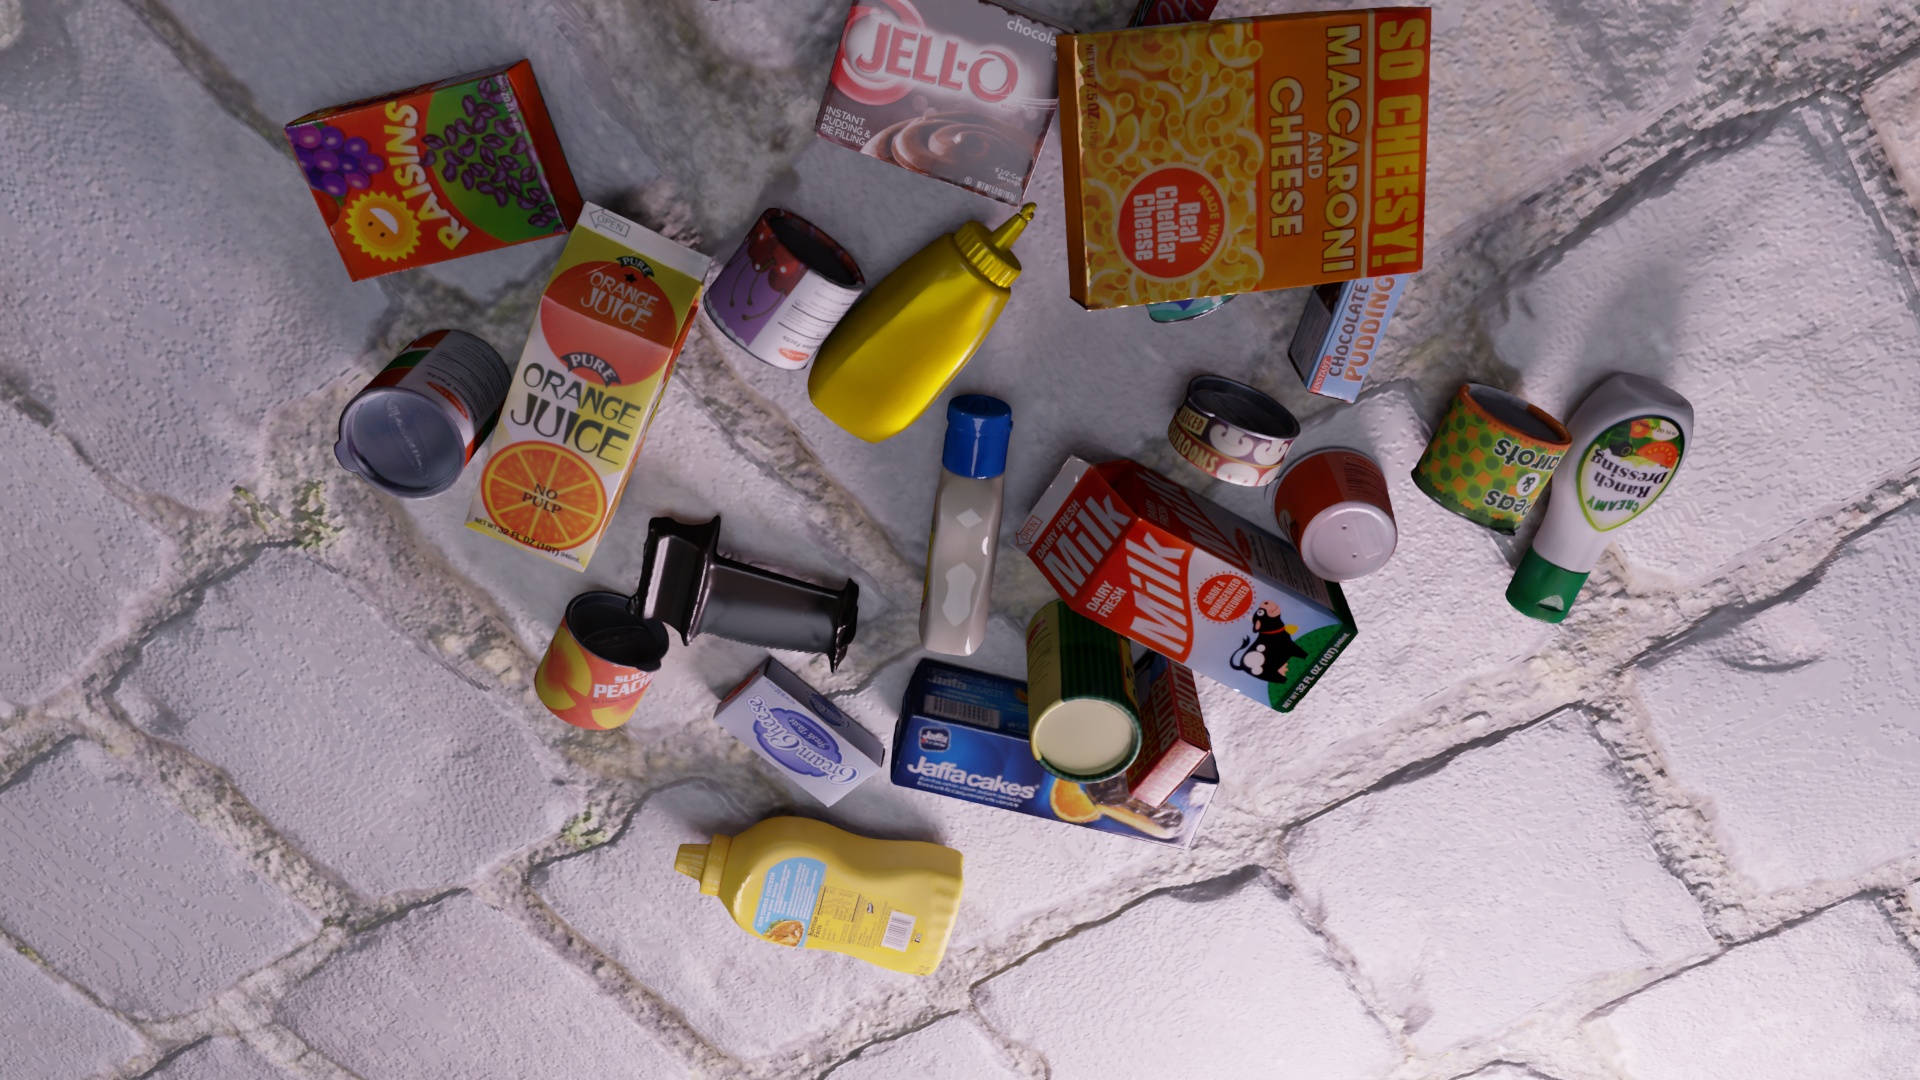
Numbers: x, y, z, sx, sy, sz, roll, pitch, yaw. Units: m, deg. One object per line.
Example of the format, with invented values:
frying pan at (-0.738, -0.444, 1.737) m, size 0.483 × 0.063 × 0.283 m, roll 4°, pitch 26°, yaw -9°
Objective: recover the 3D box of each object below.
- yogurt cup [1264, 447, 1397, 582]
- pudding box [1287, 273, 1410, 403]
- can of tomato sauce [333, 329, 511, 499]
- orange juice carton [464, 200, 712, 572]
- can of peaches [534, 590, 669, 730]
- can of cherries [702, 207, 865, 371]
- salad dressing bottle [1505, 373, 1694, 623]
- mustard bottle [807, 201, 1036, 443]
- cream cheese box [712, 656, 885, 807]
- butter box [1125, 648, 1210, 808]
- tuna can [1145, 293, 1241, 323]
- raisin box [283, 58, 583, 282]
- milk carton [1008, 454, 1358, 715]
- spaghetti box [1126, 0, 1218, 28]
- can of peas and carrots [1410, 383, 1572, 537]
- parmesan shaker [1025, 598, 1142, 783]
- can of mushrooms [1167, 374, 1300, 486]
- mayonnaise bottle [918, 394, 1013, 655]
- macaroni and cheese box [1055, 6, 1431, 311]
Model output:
yogurt cup at (0.218, -0.012, 0.800) m, size 0.072 × 0.054 × 0.072 m, roll 0°, pitch 120°, yaw 1°
pudding box at (0.206, -0.122, 0.740) m, size 0.030 × 0.050 × 0.083 m, roll 12°, pitch 119°, yaw -7°
can of tomato sauce at (-0.293, -0.070, 0.764) m, size 0.071 × 0.083 × 0.070 m, roll 1°, pitch 120°, yaw 1°
orange juice carton at (-0.201, -0.086, 0.759) m, size 0.072 × 0.073 × 0.191 m, roll 23°, pitch 117°, yaw -11°
can of peaches at (-0.219, 0.076, 0.853) m, size 0.071 × 0.071 × 0.057 m, roll 27°, pitch 118°, yaw -13°
can of cherries at (-0.094, -0.134, 0.734) m, size 0.071 × 0.072 × 0.058 m, roll 33°, pitch 115°, yaw -16°
salad dressing bottle at (0.362, -0.021, 0.796) m, size 0.064 × 0.044 × 0.147 m, roll 14°, pitch 119°, yaw -5°
mustard bottle at (-0.014, -0.123, 0.746) m, size 0.065 × 0.049 × 0.159 m, roll 35°, pitch 115°, yaw -29°
cream cheese box at (-0.105, 0.126, 0.905) m, size 0.103 × 0.024 × 0.053 m, roll 41°, pitch 114°, yaw -19°
butter box at (0.121, 0.109, 0.843) m, size 0.024 × 0.104 × 0.053 m, roll 29°, pitch 116°, yaw -15°
tuna can at (0.123, -0.144, 0.718) m, size 0.071 × 0.071 × 0.032 m, roll -25°, pitch 116°, yaw 15°
raisin box at (-0.271, -0.191, 0.721) m, size 0.123 × 0.040 × 0.085 m, roll -10°, pitch 120°, yaw 8°
milk carton at (0.127, 0.019, 0.809) m, size 0.190 × 0.074 × 0.072 m, roll 27°, pitch 117°, yaw -13°
spaghetti box at (0.115, -0.280, 0.652) m, size 0.029 × 0.050 × 0.248 m, roll 23°, pitch 118°, yaw -10°
can of peas and carrots at (0.295, -0.045, 0.769) m, size 0.071 × 0.071 × 0.058 m, roll 17°, pitch 118°, yaw -8°
parmesan shaker at (0.072, 0.091, 0.834) m, size 0.071 × 0.103 × 0.071 m, roll 1°, pitch 120°, yaw 1°
can of mushrooms at (0.148, -0.061, 0.766) m, size 0.071 × 0.071 × 0.033 m, roll 18°, pitch 121°, yaw -8°
mayonnaise bottle at (0.003, -0.010, 0.805) m, size 0.041 × 0.065 × 0.147 m, roll 8°, pitch 116°, yaw 2°
macaroni and cheese box at (0.132, -0.180, 0.651) m, size 0.167 × 0.040 × 0.123 m, roll -8°, pitch 111°, yaw -8°
